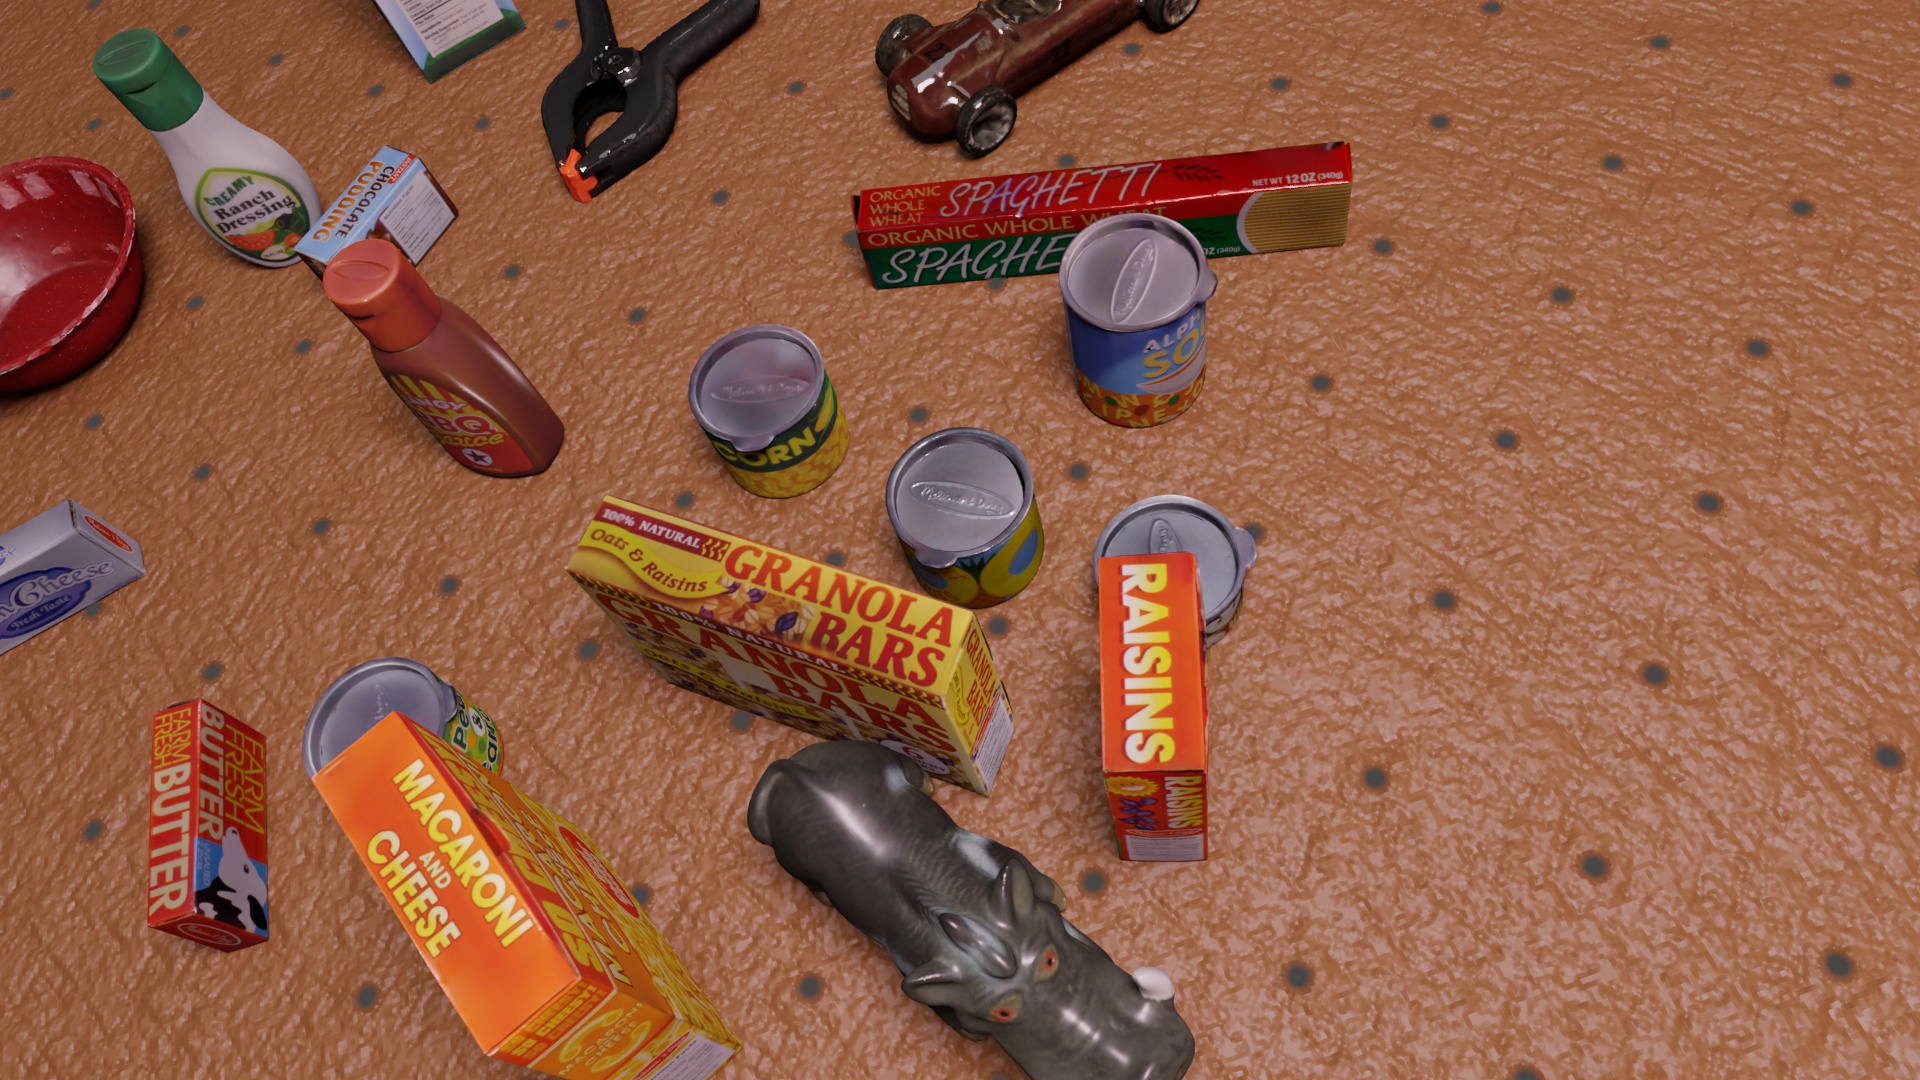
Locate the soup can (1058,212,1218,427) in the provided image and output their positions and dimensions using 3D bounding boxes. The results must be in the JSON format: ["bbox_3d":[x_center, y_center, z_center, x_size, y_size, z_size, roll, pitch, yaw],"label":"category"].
[{"bbox_3d":[0.085,-0.101,0.653,0.071,0.083,0.071,-4,62,8],"label":"soup can"}]

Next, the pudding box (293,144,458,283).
[{"bbox_3d":[-0.329,-0.175,0.786,0.030,0.049,0.084,22,68,20],"label":"pudding box"}]

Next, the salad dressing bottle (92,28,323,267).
[{"bbox_3d":[-0.411,-0.213,0.764,0.064,0.147,0.044,-24,61,-3],"label":"salad dressing bottle"}]

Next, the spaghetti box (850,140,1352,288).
[{"bbox_3d":[0.070,-0.165,0.709,0.250,0.050,0.029,-4,62,8],"label":"spaghetti box"}]

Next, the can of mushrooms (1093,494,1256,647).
[{"bbox_3d":[0.096,0.016,0.618,0.071,0.033,0.071,-4,62,8],"label":"can of mushrooms"}]

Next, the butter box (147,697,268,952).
[{"bbox_3d":[-0.337,0.128,0.624,0.024,0.053,0.104,-18,61,1],"label":"butter box"}]

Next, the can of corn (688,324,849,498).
[{"bbox_3d":[-0.092,-0.060,0.677,0.071,0.058,0.071,-4,62,8],"label":"can of corn"}]

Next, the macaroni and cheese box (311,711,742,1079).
[{"bbox_3d":[-0.154,0.143,0.519,0.040,0.165,0.124,-41,63,-11],"label":"macaroni and cheese box"}]

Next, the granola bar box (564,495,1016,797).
[{"bbox_3d":[-0.065,0.045,0.579,0.166,0.123,0.039,17,67,18],"label":"granola bar box"}]

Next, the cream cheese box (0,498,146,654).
[{"bbox_3d":[-0.478,0.024,0.704,0.104,0.053,0.024,-31,62,-7],"label":"cream cheese box"}]

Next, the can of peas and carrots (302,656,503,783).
[{"bbox_3d":[-0.246,0.092,0.623,0.071,0.058,0.071,-4,62,8],"label":"can of peas and carrots"}]

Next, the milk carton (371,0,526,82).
[{"bbox_3d":[-0.339,-0.374,0.813,0.073,0.189,0.072,-35,62,-8],"label":"milk carton"}]

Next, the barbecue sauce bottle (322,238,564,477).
[{"bbox_3d":[-0.248,-0.084,0.667,0.065,0.148,0.044,8,65,14],"label":"barbecue sauce bottle"}]

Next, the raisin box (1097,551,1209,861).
[{"bbox_3d":[0.077,0.069,0.542,0.040,0.123,0.086,-2,62,9],"label":"raisin box"}]

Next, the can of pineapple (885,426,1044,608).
[{"bbox_3d":[0.002,-0.008,0.633,0.071,0.057,0.071,-4,62,8],"label":"can of pineapple"}]
